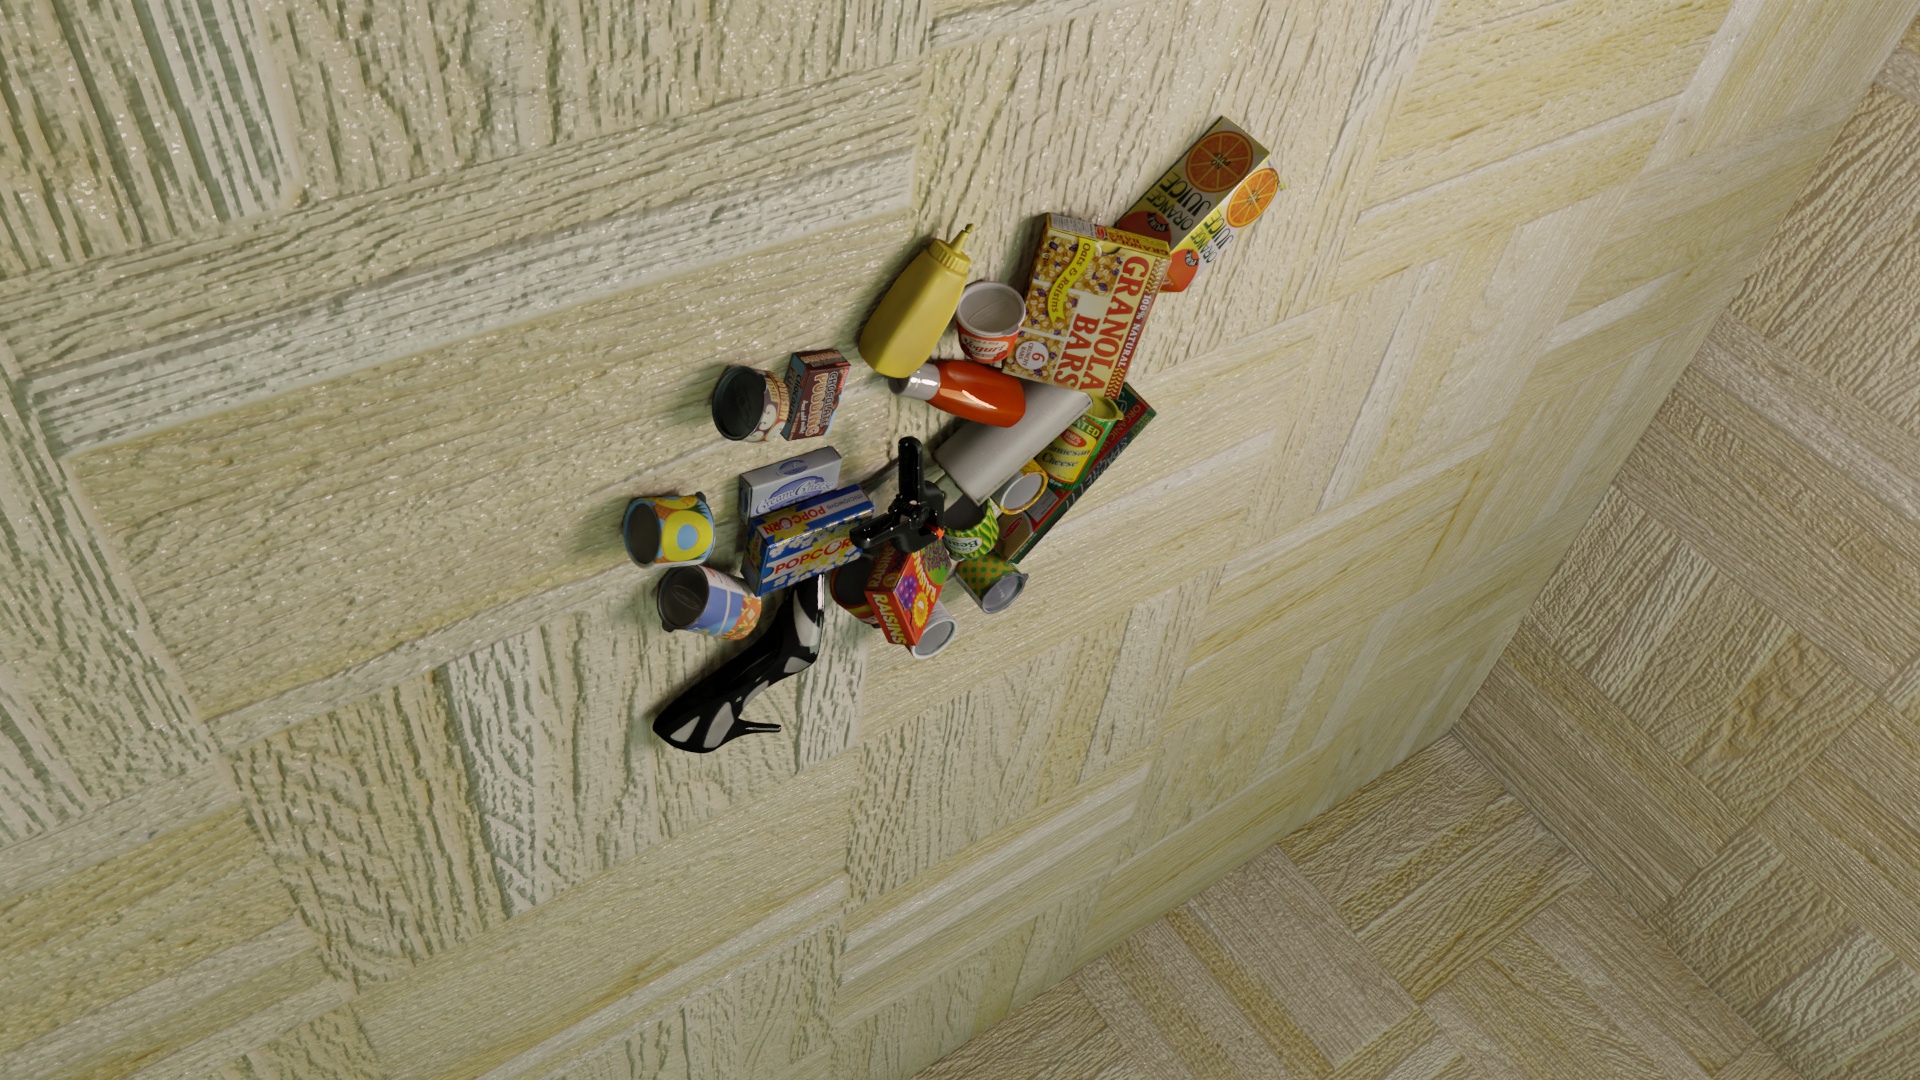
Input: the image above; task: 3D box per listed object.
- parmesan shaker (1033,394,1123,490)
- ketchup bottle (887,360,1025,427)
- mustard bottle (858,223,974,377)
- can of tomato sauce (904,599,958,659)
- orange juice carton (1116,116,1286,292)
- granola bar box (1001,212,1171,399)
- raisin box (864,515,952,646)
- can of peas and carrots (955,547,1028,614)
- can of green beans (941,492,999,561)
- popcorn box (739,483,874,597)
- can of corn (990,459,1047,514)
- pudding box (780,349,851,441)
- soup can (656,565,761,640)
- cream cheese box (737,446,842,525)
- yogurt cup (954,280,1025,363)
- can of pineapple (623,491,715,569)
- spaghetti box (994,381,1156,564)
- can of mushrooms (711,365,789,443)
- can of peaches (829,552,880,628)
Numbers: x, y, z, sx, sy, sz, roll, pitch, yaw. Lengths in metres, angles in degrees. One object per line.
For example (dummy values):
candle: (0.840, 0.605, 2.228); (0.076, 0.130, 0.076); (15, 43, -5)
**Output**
parmesan shaker: (0.130, -0.114, 1.570); (0.071, 0.071, 0.102); (-9, 137, -42)
ketchup bottle: (-0.004, -0.152, 1.385); (0.149, 0.065, 0.043); (7, 143, -41)
mustard bottle: (-0.032, -0.224, 1.270); (0.065, 0.049, 0.159); (6, 125, -52)
can of tomato sauce: (-0.052, 0.088, 1.616); (0.071, 0.083, 0.070); (-28, 147, -20)
orange juice carton: (0.231, -0.325, 1.409); (0.192, 0.073, 0.071); (-44, 150, 7)
granola bar box: (0.121, -0.228, 1.372); (0.124, 0.039, 0.164); (12, 126, -9)
raisin box: (-0.055, 0.041, 1.508); (0.124, 0.040, 0.085); (-66, 147, -41)
can of peas and carrots: (0.038, 0.044, 1.685); (0.071, 0.059, 0.070); (-29, 148, -20)
can of green beans: (0.006, -0.021, 1.557); (0.071, 0.071, 0.057); (-35, 149, -10)
popcorn box: (-0.153, 0.000, 1.390); (0.127, 0.038, 0.084); (-22, 152, -31)
can of corn: (0.057, -0.072, 1.557); (0.071, 0.058, 0.070); (-28, 147, -20)
pudding box: (-0.138, -0.134, 1.285); (0.050, 0.030, 0.083); (-13, 140, -40)
soup can: (-0.250, 0.064, 1.379); (0.071, 0.071, 0.084); (-48, 149, 12)
cream cheese box: (-0.167, -0.053, 1.362); (0.104, 0.024, 0.053); (-21, 144, -31)
yogurt cup: (0.027, -0.209, 1.342); (0.072, 0.072, 0.053); (-29, 155, -19)
can of pineapple: (-0.266, -0.010, 1.269); (0.058, 0.071, 0.070); (-5, 135, -44)
spaghetti box: (0.129, -0.078, 1.638); (0.249, 0.050, 0.028); (-48, 151, 11)
can of mushrooms: (-0.182, -0.120, 1.217); (0.033, 0.071, 0.070); (6, 126, -52)
can of peaches: (-0.103, 0.055, 1.530); (0.071, 0.071, 0.058); (-42, 149, 2)
